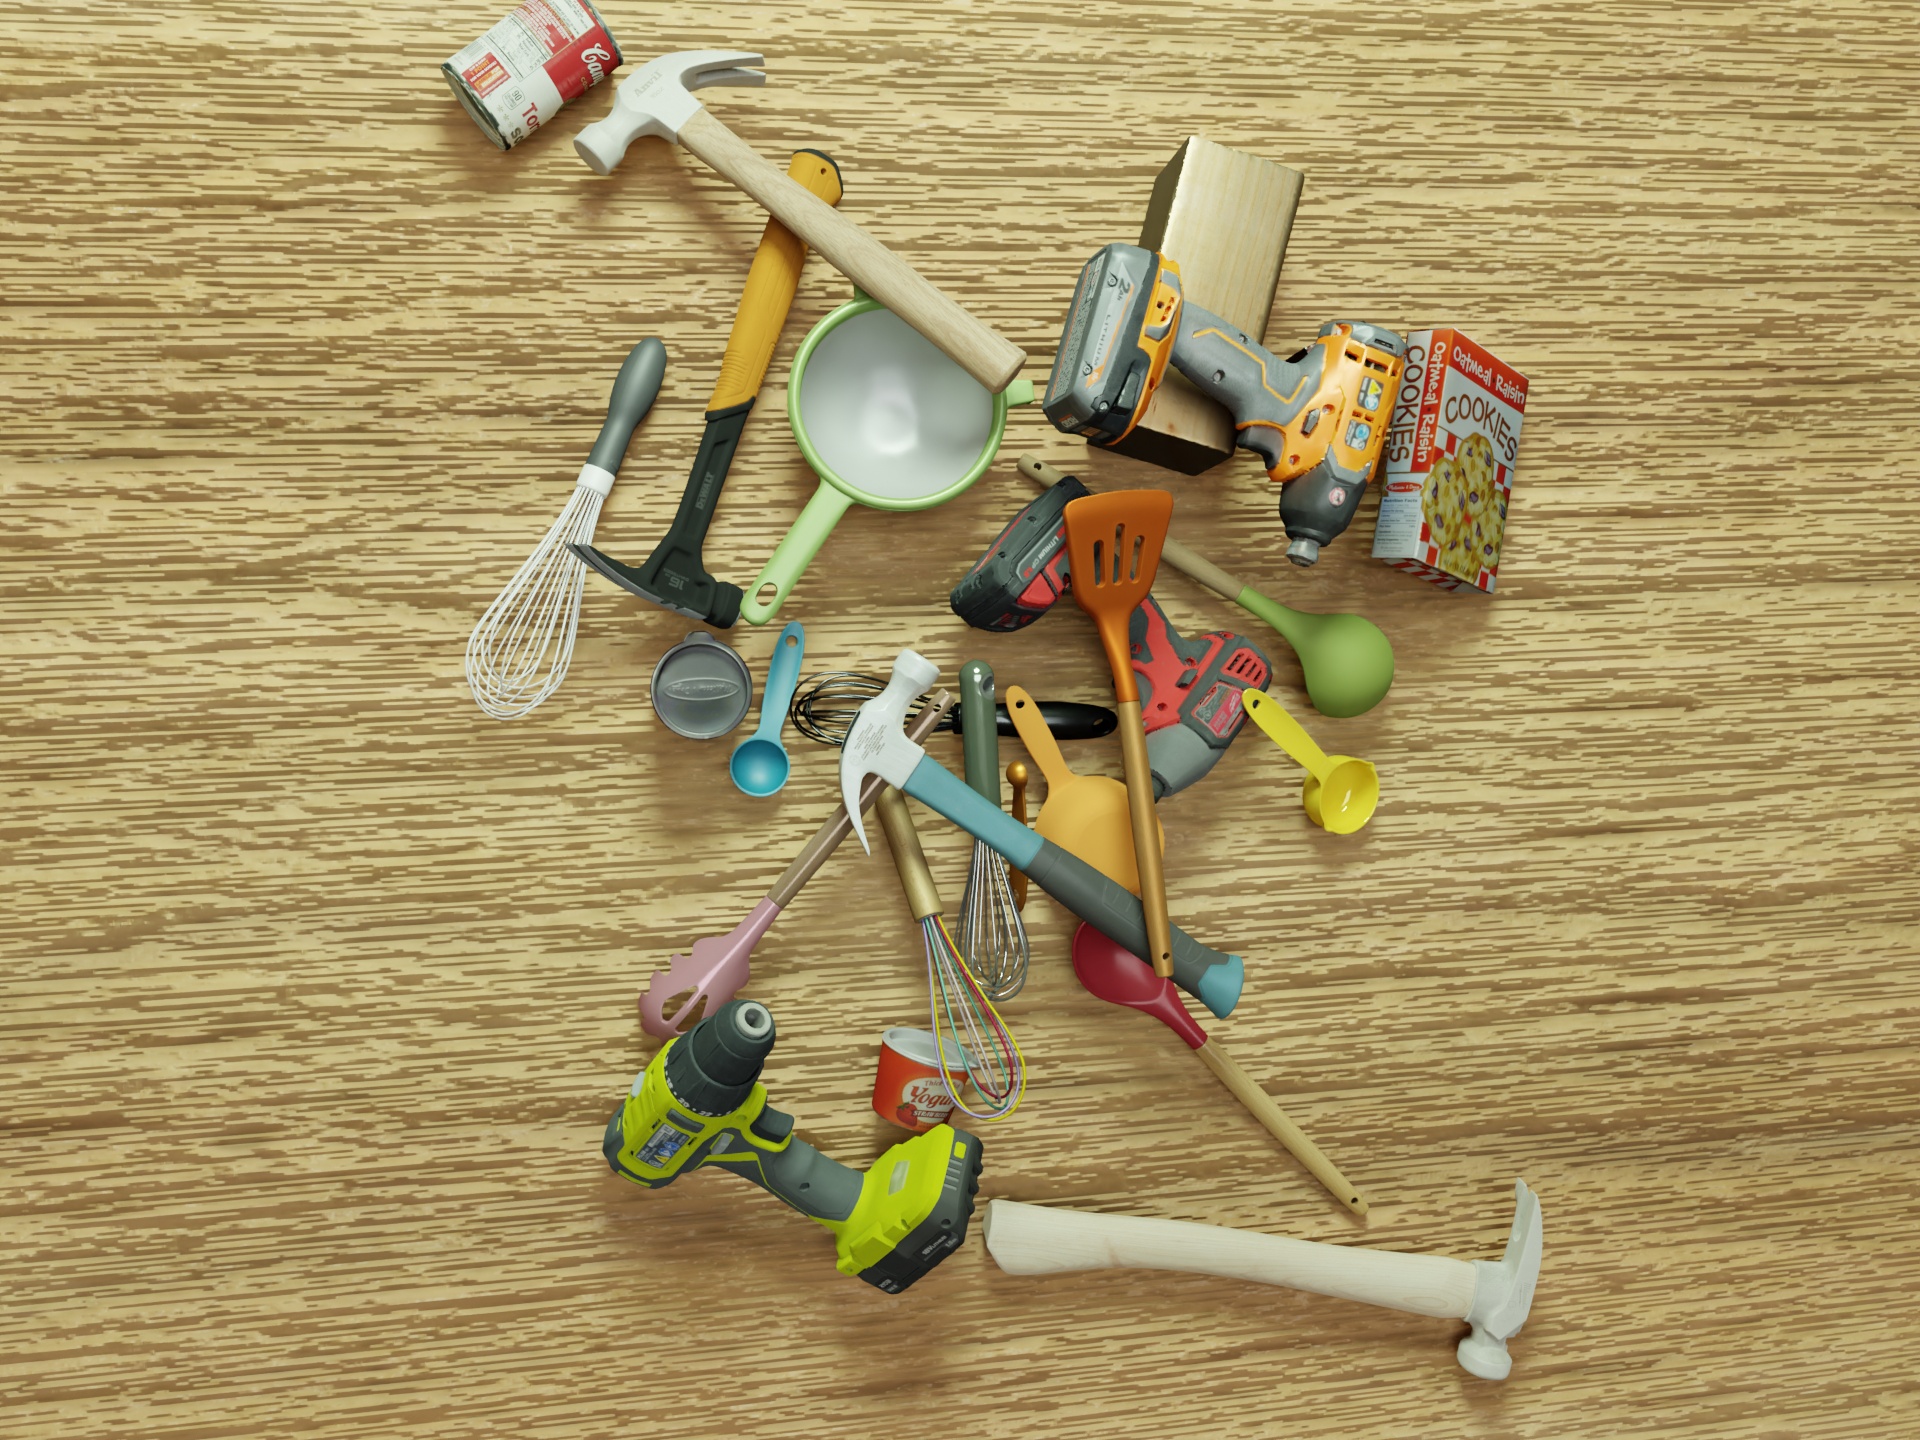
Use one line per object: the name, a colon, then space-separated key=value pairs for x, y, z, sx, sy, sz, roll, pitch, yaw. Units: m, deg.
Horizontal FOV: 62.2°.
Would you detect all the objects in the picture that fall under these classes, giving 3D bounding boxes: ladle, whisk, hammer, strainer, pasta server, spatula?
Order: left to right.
whisk: x=-0.260 y=-0.133 z=1.081 sx=0.070 sy=0.070 sz=0.285 roll=23 pitch=80 yaw=-9
hammer: x=-0.157 y=-0.239 z=1.090 sx=0.127 sy=0.034 sz=0.337 roll=24 pitch=81 yaw=-38
pasta server: x=-0.110 y=0.102 z=1.091 sx=0.060 sy=0.040 sz=0.316 roll=40 pitch=89 yaw=-7
hammer: x=-0.092 y=-0.333 z=1.067 sx=0.331 sy=0.031 sz=0.130 roll=38 pitch=77 yaw=4
strainer: x=-0.075 y=-0.171 z=1.100 sx=0.151 sy=0.069 sz=0.256 roll=34 pitch=83 yaw=-6
whisk: x=-0.010 y=0.154 z=1.089 sx=0.051 sy=0.047 sz=0.245 roll=3 pitch=60 yaw=-49
whisk: x=-0.002 y=-0.005 z=1.126 sx=0.239 sy=0.055 sz=0.055 roll=2 pitch=89 yaw=-14
whisk: x=0.017 y=0.079 z=1.108 sx=0.058 sy=0.059 sz=0.246 roll=-17 pitch=108 yaw=-52
hammer: x=0.060 y=0.097 z=1.076 sx=0.331 sy=0.033 sz=0.128 roll=35 pitch=90 yaw=-10
spatula: x=0.118 y=0.011 z=1.052 sx=0.081 sy=0.041 sz=0.322 roll=-8 pitch=92 yaw=-21
ladle: x=0.178 y=-0.104 z=1.165 sx=0.320 sy=0.062 sz=0.078 roll=31 pitch=78 yaw=-1
ladle: x=0.194 y=0.253 z=1.164 sx=0.069 sy=0.031 sz=0.315 roll=-44 pitch=98 yaw=-2
hammer: x=0.221 y=0.382 z=1.154 sx=0.410 sy=0.038 sz=0.146 roll=10 pitch=97 yaw=-8

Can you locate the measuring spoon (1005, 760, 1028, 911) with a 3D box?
measuring spoon: x=0.038 y=0.084 z=1.126 sx=0.011 sy=0.021 sz=0.116 roll=-13 pitch=113 yaw=-31

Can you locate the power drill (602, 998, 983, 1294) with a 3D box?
power drill: x=-0.103 y=0.276 z=1.044 sx=0.228 sy=0.190 sz=0.080 roll=30 pitch=41 yaw=-12

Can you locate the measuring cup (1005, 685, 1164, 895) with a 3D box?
measuring cup: x=0.081 y=0.053 z=1.115 sx=0.095 sy=0.052 sz=0.173 roll=-32 pitch=109 yaw=-7

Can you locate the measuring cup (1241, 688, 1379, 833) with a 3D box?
measuring cup: x=0.245 y=0.024 z=1.151 sx=0.156 sy=0.029 sz=0.062 roll=41 pitch=80 yaw=-26

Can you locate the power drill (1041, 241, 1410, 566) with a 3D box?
power drill: x=0.175 y=-0.205 z=1.049 sx=0.226 sy=0.084 sz=0.164 roll=16 pitch=87 yaw=-14

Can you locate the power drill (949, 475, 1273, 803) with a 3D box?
power drill: x=0.108 y=-0.051 z=1.115 sx=0.219 sy=0.078 sz=0.143 roll=42 pitch=65 yaw=-9

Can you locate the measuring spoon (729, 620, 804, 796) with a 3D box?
measuring spoon: x=-0.131 y=-0.008 z=1.121 sx=0.042 sy=0.021 sz=0.129 roll=15 pitch=78 yaw=-9
